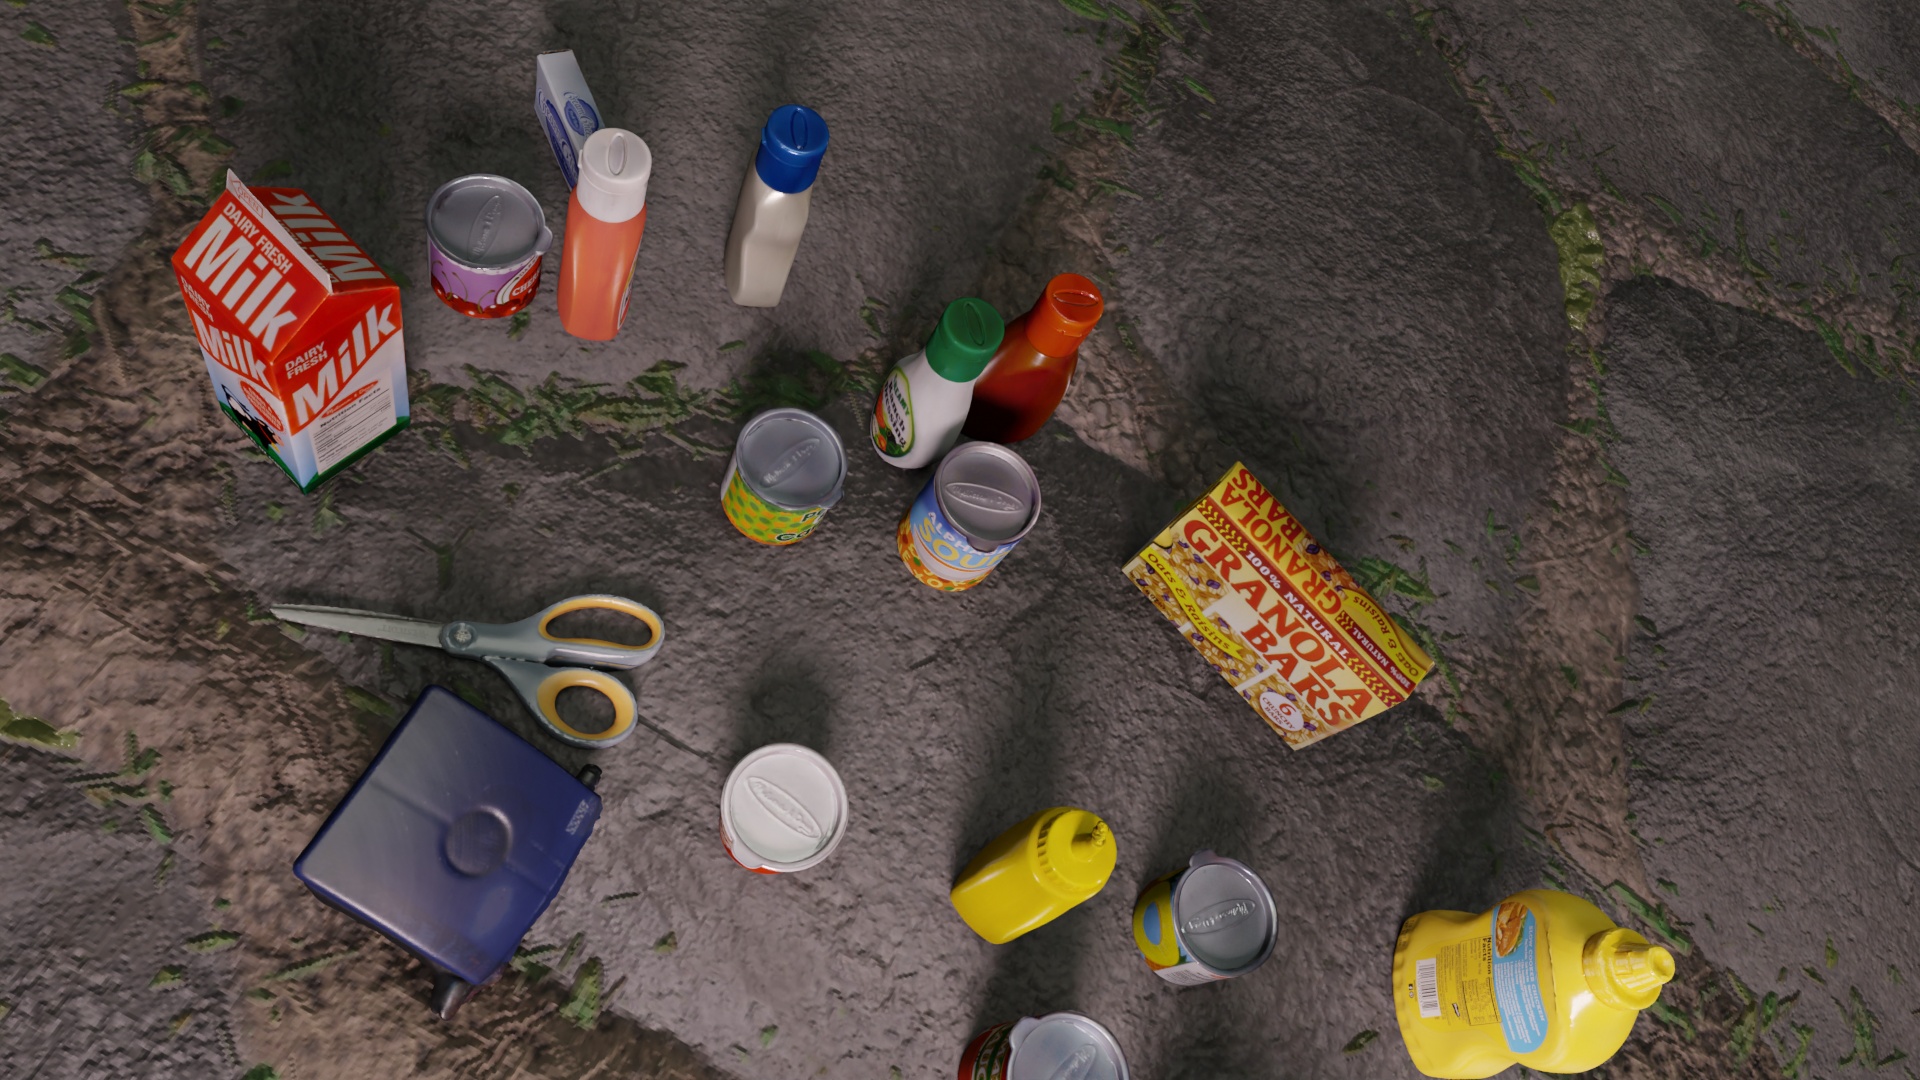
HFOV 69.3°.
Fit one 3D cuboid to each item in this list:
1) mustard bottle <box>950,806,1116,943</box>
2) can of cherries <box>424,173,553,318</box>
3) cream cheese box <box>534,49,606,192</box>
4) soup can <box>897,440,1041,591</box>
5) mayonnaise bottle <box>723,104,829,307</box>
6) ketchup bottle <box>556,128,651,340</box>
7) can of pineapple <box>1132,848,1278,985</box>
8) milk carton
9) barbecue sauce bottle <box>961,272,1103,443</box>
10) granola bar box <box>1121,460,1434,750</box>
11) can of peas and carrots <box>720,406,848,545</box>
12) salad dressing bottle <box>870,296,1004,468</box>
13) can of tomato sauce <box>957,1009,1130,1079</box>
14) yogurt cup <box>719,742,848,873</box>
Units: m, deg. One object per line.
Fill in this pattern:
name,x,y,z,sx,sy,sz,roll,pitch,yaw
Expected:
mustard bottle,0.044,0.172,0.730,0.049,0.159,0.065,47,61,4
can of cherries,-0.280,-0.172,0.824,0.071,0.058,0.072,8,65,-17
cream cheese box,-0.240,-0.251,0.876,0.024,0.053,0.104,-19,75,-26
soup can,0.003,-0.011,0.840,0.071,0.083,0.071,8,65,-17
mayonnaise bottle,-0.113,-0.204,0.847,0.041,0.147,0.065,2,67,-19
ketchup bottle,-0.206,-0.177,0.801,0.043,0.148,0.065,7,66,-17
can of pineapple,0.140,0.219,0.802,0.071,0.057,0.071,8,65,-17
milk carton,-0.333,-0.106,0.700,0.072,0.189,0.074,45,61,3
barbecue sauce bottle,0.043,-0.111,0.861,0.065,0.148,0.044,5,66,-18
granola bar box,0.190,0.045,0.859,0.165,0.123,0.039,47,61,4
can of peas and carrots,-0.104,-0.036,0.827,0.071,0.058,0.071,8,65,-17
salad dressing bottle,-0.015,-0.093,0.833,0.044,0.147,0.064,-8,71,-22
can of tomato sauce,0.040,0.282,0.724,0.071,0.082,0.071,8,65,-17
yogurt cup,-0.099,0.148,0.750,0.072,0.053,0.072,8,65,-17
